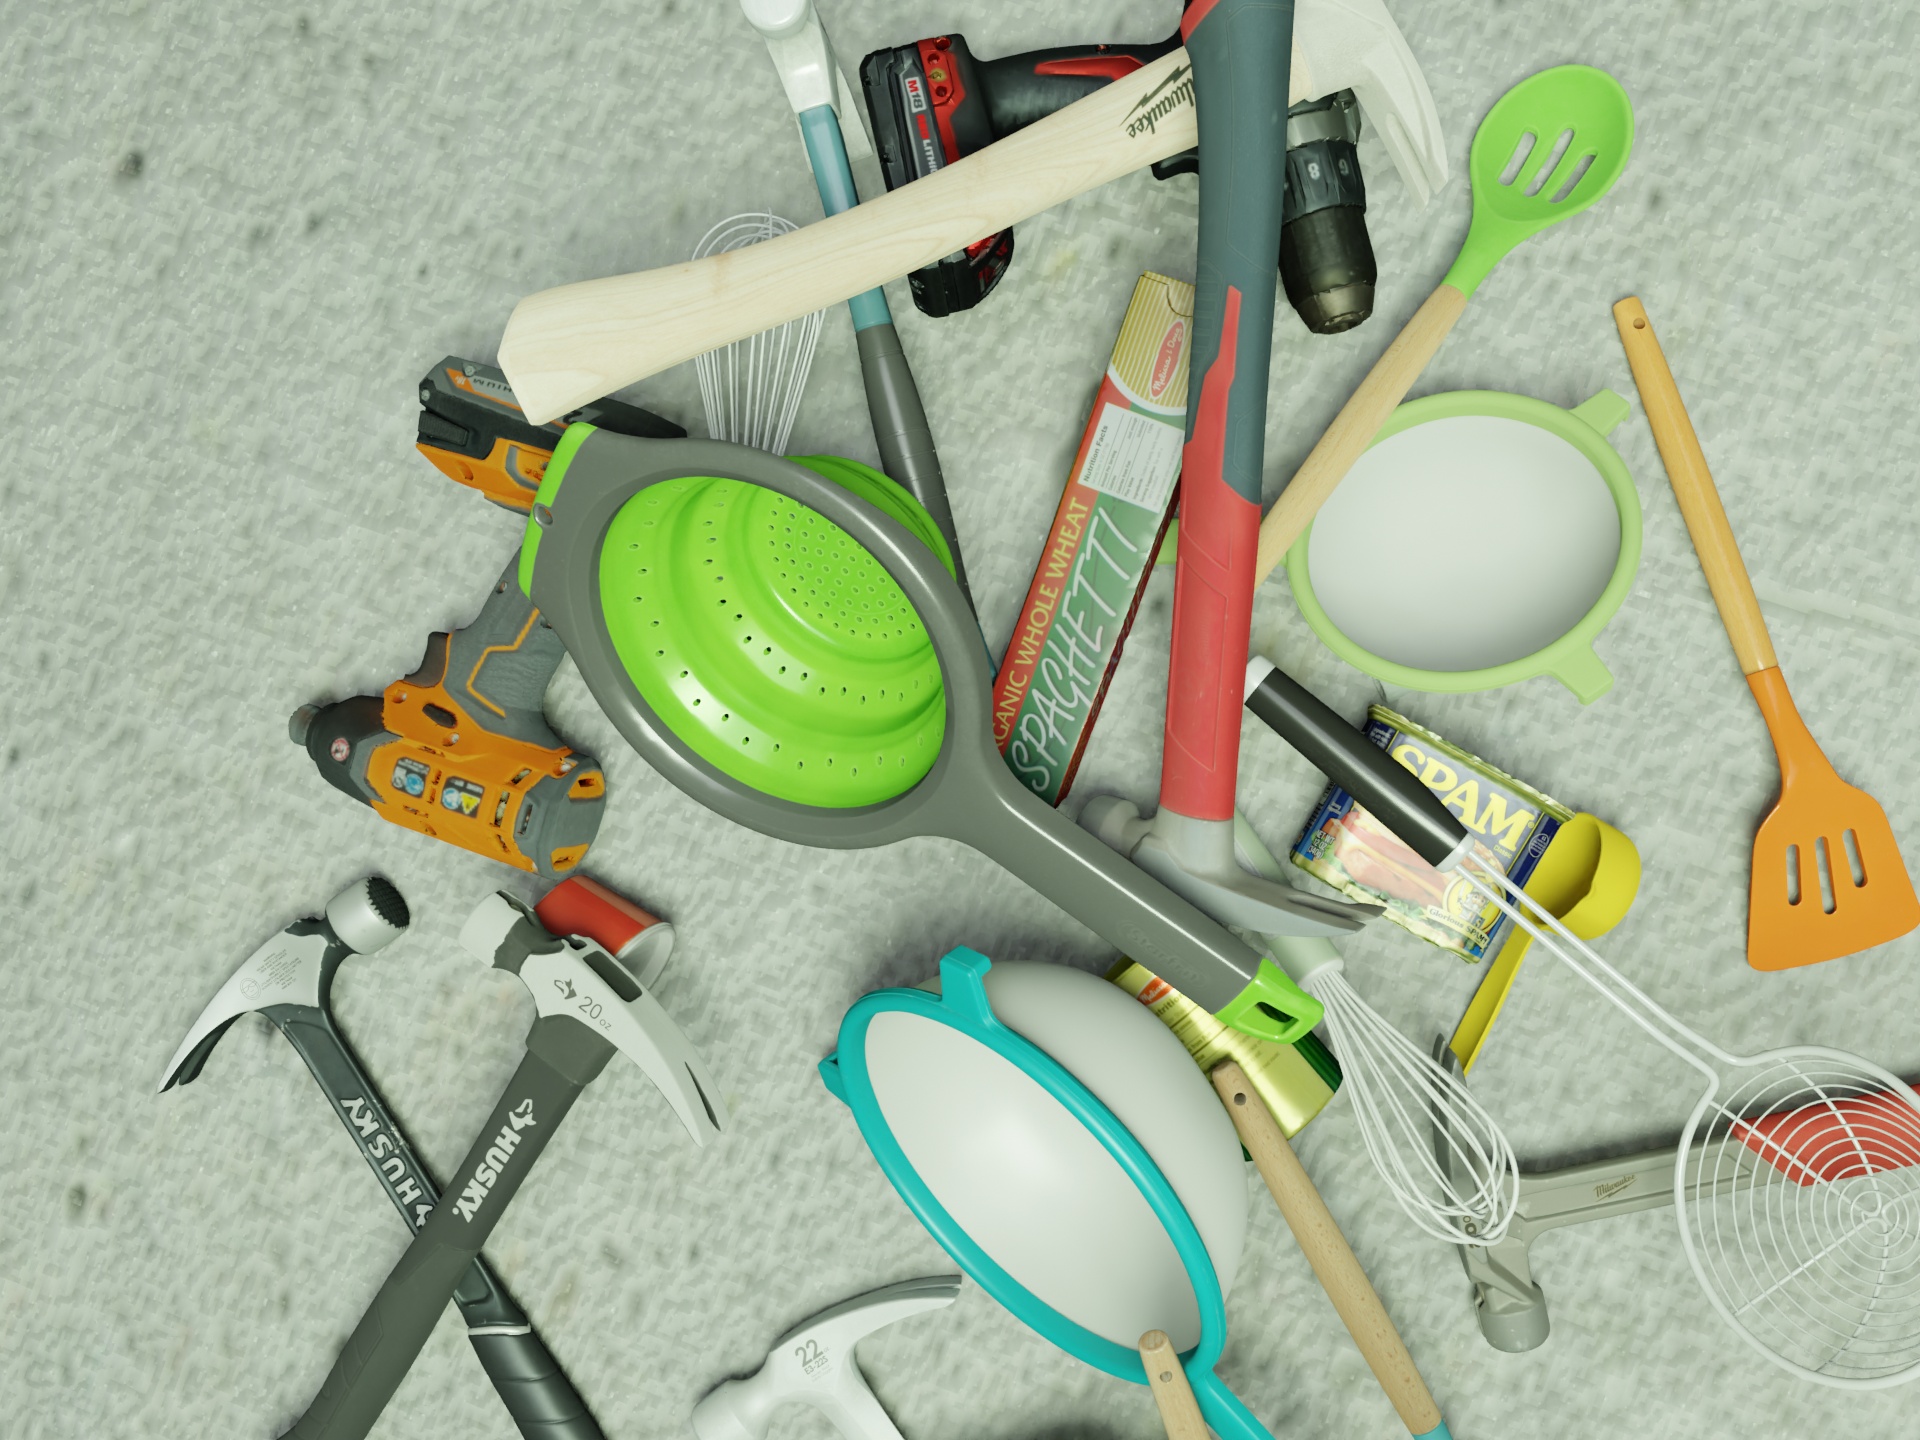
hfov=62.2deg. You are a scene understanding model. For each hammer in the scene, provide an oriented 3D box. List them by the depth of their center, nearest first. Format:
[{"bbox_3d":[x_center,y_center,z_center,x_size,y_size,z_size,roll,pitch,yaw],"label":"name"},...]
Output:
[{"bbox_3d":[0.121,-0.100,0.652,0.143,0.038,0.386,15,112,36],"label":"hammer"},{"bbox_3d":[0.006,-0.212,0.674,0.410,0.038,0.146,-26,85,-8],"label":"hammer"},{"bbox_3d":[0.396,0.178,0.712,0.359,0.037,0.149,-13,101,4],"label":"hammer"},{"bbox_3d":[-0.238,0.253,0.740,0.146,0.035,0.334,35,102,8],"label":"hammer"},{"bbox_3d":[0.048,0.449,0.747,0.144,0.035,0.405,-38,85,3],"label":"hammer"},{"bbox_3d":[-0.037,-0.171,0.751,0.033,0.128,0.331,-14,95,6],"label":"hammer"},{"bbox_3d":[-0.243,0.286,0.784,0.149,0.036,0.409,-34,85,5],"label":"hammer"}]

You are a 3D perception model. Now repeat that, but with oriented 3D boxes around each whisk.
[{"bbox_3d":[0.164,0.120,0.708,0.057,0.059,0.247,-52,55,34],"label":"whisk"},{"bbox_3d":[-0.106,-0.106,0.779,0.070,0.070,0.284,5,93,6],"label":"whisk"}]

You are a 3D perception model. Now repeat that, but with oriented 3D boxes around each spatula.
[{"bbox_3d":[0.125,0.387,0.690,0.060,0.018,0.315,-19,111,0],"label":"spatula"},{"bbox_3d":[0.191,0.286,0.709,0.082,0.044,0.317,-29,94,6],"label":"spatula"},{"bbox_3d":[0.361,-0.045,0.743,0.081,0.041,0.323,-17,82,5],"label":"spatula"}]

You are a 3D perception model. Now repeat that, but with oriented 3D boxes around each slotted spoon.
[{"bbox_3d":[0.210,-0.177,0.730,0.070,0.031,0.314,32,79,22],"label":"slotted spoon"}]

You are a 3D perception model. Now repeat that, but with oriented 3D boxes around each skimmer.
[{"bbox_3d":[0.243,0.107,0.652,0.363,0.090,0.127,42,129,11],"label":"skimmer"}]

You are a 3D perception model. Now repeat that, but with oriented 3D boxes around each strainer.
[{"bbox_3d":[0.094,0.226,0.695,0.340,0.211,0.095,47,57,5],"label":"strainer"},{"bbox_3d":[0.180,-0.072,0.745,0.256,0.069,0.152,2,67,24],"label":"strainer"}]

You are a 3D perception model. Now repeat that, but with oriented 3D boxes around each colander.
[{"bbox_3d":[-0.001,-0.002,0.700,0.397,0.094,0.204,35,134,0],"label":"colander"}]

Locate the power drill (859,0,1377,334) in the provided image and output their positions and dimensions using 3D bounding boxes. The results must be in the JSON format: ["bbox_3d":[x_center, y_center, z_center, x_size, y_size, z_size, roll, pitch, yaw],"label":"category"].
[{"bbox_3d":[0.080,-0.256,0.754,0.226,0.080,0.188,-14,87,2],"label":"power drill"}]

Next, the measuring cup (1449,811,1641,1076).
[{"bbox_3d":[0.265,0.117,0.737,0.029,0.062,0.156,22,102,-9],"label":"measuring cup"}]

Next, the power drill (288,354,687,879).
[{"bbox_3d":[-0.234,-0.053,0.774,0.164,0.084,0.226,17,93,13],"label":"power drill"}]
